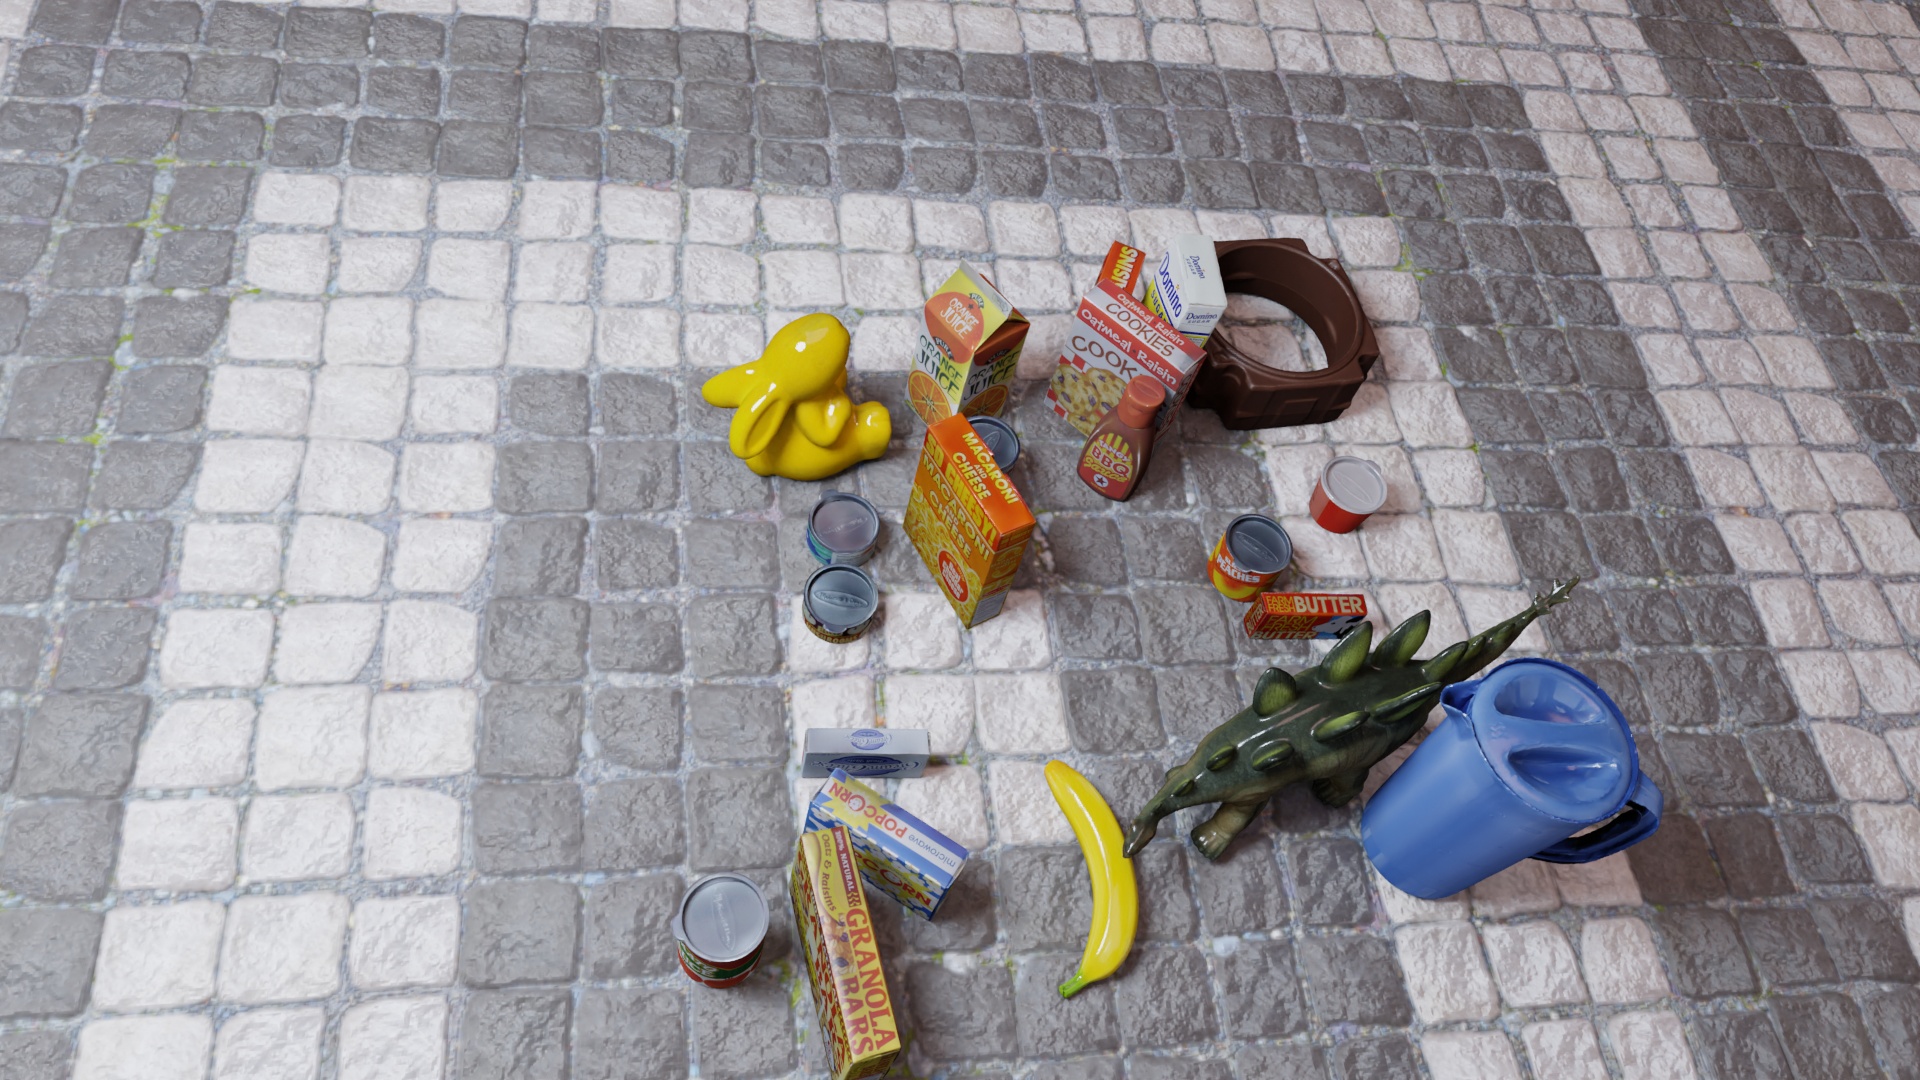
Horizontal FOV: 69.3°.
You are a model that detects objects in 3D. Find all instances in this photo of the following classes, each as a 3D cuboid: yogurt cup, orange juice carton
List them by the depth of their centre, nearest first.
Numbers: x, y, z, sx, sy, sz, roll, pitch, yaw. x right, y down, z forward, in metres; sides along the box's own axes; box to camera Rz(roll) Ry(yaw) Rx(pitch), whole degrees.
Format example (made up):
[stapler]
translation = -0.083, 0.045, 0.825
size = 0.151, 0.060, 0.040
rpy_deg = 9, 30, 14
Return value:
[orange juice carton]
translation = 0.007, -0.180, 1.314
size = 0.073, 0.191, 0.072
rpy_deg = -31, 69, -26
[yogurt cup]
translation = 0.384, -0.043, 1.388
size = 0.072, 0.053, 0.073
rpy_deg = 5, 58, -8

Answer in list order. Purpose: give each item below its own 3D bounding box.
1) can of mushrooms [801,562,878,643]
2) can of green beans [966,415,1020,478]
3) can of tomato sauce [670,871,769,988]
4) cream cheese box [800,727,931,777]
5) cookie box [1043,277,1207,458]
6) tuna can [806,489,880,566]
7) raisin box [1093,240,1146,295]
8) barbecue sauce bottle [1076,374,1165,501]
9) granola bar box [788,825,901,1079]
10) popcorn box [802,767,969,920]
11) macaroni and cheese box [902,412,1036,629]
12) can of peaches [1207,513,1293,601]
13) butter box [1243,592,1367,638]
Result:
[can of mushrooms]
translation = -0.108, 0.058, 1.235
size = 0.071, 0.033, 0.071
rpy_deg = 5, 58, -8
[can of green beans]
translation = 0.019, -0.077, 1.332
size = 0.071, 0.057, 0.071
rpy_deg = 5, 58, -8
[can of tomato sauce]
translation = -0.181, 0.295, 1.043
size = 0.071, 0.082, 0.071
rpy_deg = 5, 58, -8
[cream cheese box]
translation = -0.079, 0.177, 1.155
size = 0.104, 0.053, 0.024
rpy_deg = 2, 58, -10
[cookie box]
translation = 0.156, -0.157, 1.345
size = 0.123, 0.166, 0.040
rpy_deg = 40, 59, 13
[tuna can]
translation = -0.110, -0.010, 1.279
size = 0.071, 0.032, 0.071
rpy_deg = 5, 58, -8
[raisin box]
translation = 0.146, -0.230, 1.415
size = 0.040, 0.122, 0.086
rpy_deg = 21, 57, 2
[barbecue sauce bottle]
translation = 0.157, -0.099, 1.320
size = 0.065, 0.147, 0.044
rpy_deg = 34, 58, 10
[granola bar box]
translation = -0.088, 0.311, 1.027
size = 0.039, 0.123, 0.166
rpy_deg = -9, 61, -17
[popcorn box]
translation = -0.061, 0.242, 1.099
size = 0.127, 0.084, 0.038
rpy_deg = 31, 58, 8
[macaroni and cheese box]
translation = 0.004, -0.015, 1.225
size = 0.040, 0.165, 0.124
rpy_deg = -23, 66, -23
[can of peaches]
translation = 0.274, 0.019, 1.324
size = 0.071, 0.057, 0.071
rpy_deg = 5, 58, -8
[butter box]
translation = 0.323, 0.071, 1.304
size = 0.103, 0.052, 0.024
rpy_deg = 1, 58, -11
